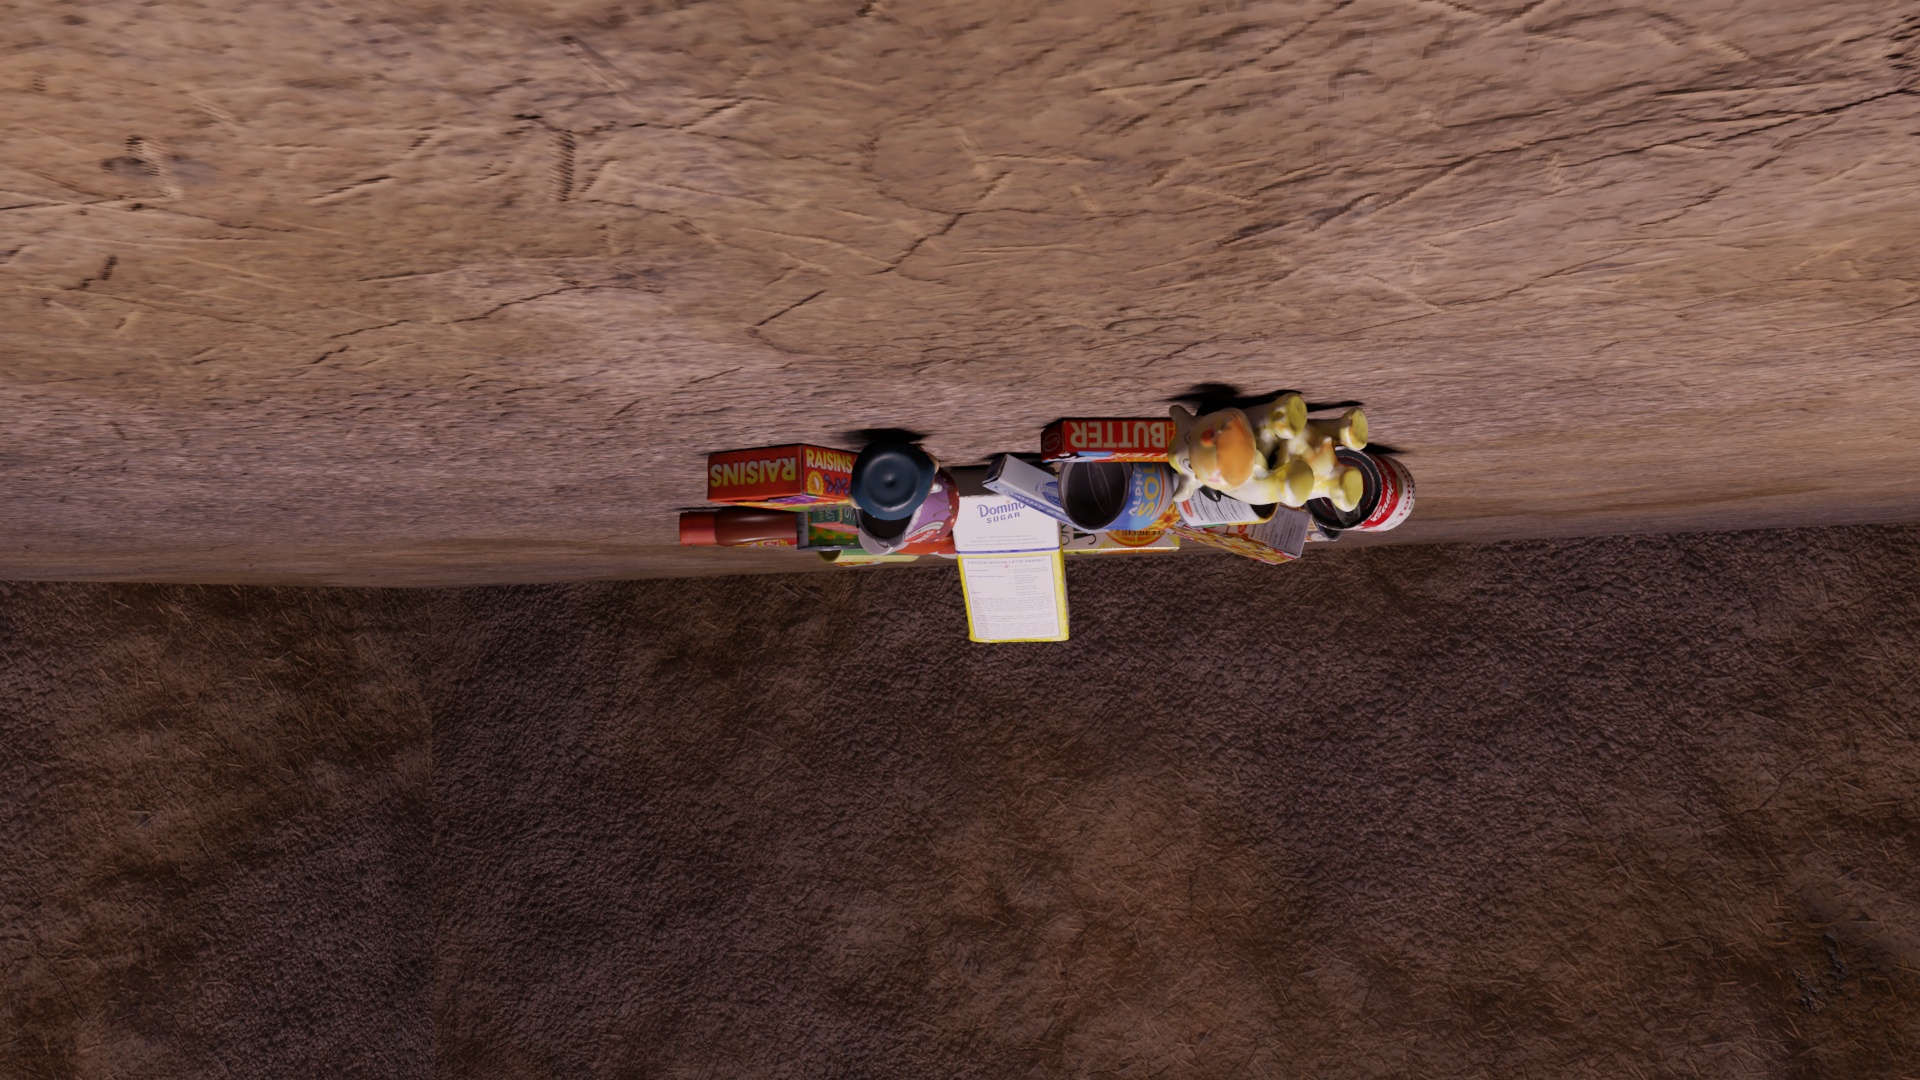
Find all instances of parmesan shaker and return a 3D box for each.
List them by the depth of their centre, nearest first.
[{"bbox_3d":[-0.097,-0.011,1.460,0.103,0.071,0.071,0,176,-38],"label":"parmesan shaker"}]

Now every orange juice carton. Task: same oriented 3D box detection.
[{"bbox_3d":[0.104,-0.023,1.282,0.193,0.073,0.072,-2,177,7],"label":"orange juice carton"}]

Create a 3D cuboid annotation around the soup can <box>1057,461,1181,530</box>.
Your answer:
[{"bbox_3d":[0.128,-0.041,1.055,0.071,0.071,0.084,-5,176,43],"label":"soup can"}]

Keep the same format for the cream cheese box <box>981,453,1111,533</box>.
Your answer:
[{"bbox_3d":[0.072,-0.036,1.118,0.104,0.024,0.053,24,172,-11],"label":"cream cheese box"}]

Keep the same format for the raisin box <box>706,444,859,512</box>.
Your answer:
[{"bbox_3d":[-0.121,-0.045,1.057,0.086,0.040,0.123,-3,176,28],"label":"raisin box"}]

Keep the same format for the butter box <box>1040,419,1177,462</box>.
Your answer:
[{"bbox_3d":[0.111,-0.067,0.941,0.104,0.024,0.053,-1,177,-13],"label":"butter box"}]

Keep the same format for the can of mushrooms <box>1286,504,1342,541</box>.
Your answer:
[{"bbox_3d":[0.343,-0.031,1.343,0.033,0.071,0.071,-3,177,38],"label":"can of mushrooms"}]

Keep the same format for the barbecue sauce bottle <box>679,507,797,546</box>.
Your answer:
[{"bbox_3d":[-0.227,-0.015,1.498,0.149,0.043,0.065,-1,178,-6],"label":"barbecue sauce bottle"}]

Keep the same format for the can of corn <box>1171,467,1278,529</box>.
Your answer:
[{"bbox_3d":[0.202,-0.045,1.046,0.058,0.071,0.071,-5,175,39],"label":"can of corn"}]

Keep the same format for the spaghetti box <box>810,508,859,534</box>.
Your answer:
[{"bbox_3d":[-0.086,-0.030,1.248,0.029,0.050,0.250,-3,176,11],"label":"spaghetti box"}]

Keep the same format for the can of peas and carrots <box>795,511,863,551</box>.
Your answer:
[{"bbox_3d":[-0.121,-0.021,1.316,0.071,0.058,0.071,-3,177,0],"label":"can of peas and carrots"}]

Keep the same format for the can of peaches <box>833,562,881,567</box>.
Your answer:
[{"bbox_3d":[-0.113,-0.006,1.539,0.071,0.071,0.058,1,175,-42],"label":"can of peaches"}]

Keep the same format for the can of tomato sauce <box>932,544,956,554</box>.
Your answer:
[{"bbox_3d":[0.005,-0.017,1.363,0.083,0.071,0.071,1,175,-37],"label":"can of tomato sauce"}]

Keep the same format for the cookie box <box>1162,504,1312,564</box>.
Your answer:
[{"bbox_3d":[0.200,-0.025,1.172,0.167,0.040,0.123,17,178,4],"label":"cookie box"}]

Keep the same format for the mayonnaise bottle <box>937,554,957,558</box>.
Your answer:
[{"bbox_3d":[-0.046,-0.017,1.424,0.148,0.065,0.041,6,169,-41],"label":"mayonnaise bottle"}]

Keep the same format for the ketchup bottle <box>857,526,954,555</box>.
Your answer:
[{"bbox_3d":[-0.044,-0.015,1.227,0.043,0.065,0.149,-43,172,21],"label":"ketchup bottle"}]

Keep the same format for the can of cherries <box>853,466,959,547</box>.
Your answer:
[{"bbox_3d":[-0.043,-0.028,1.120,0.071,0.071,0.058,-5,176,37],"label":"can of cherries"}]
